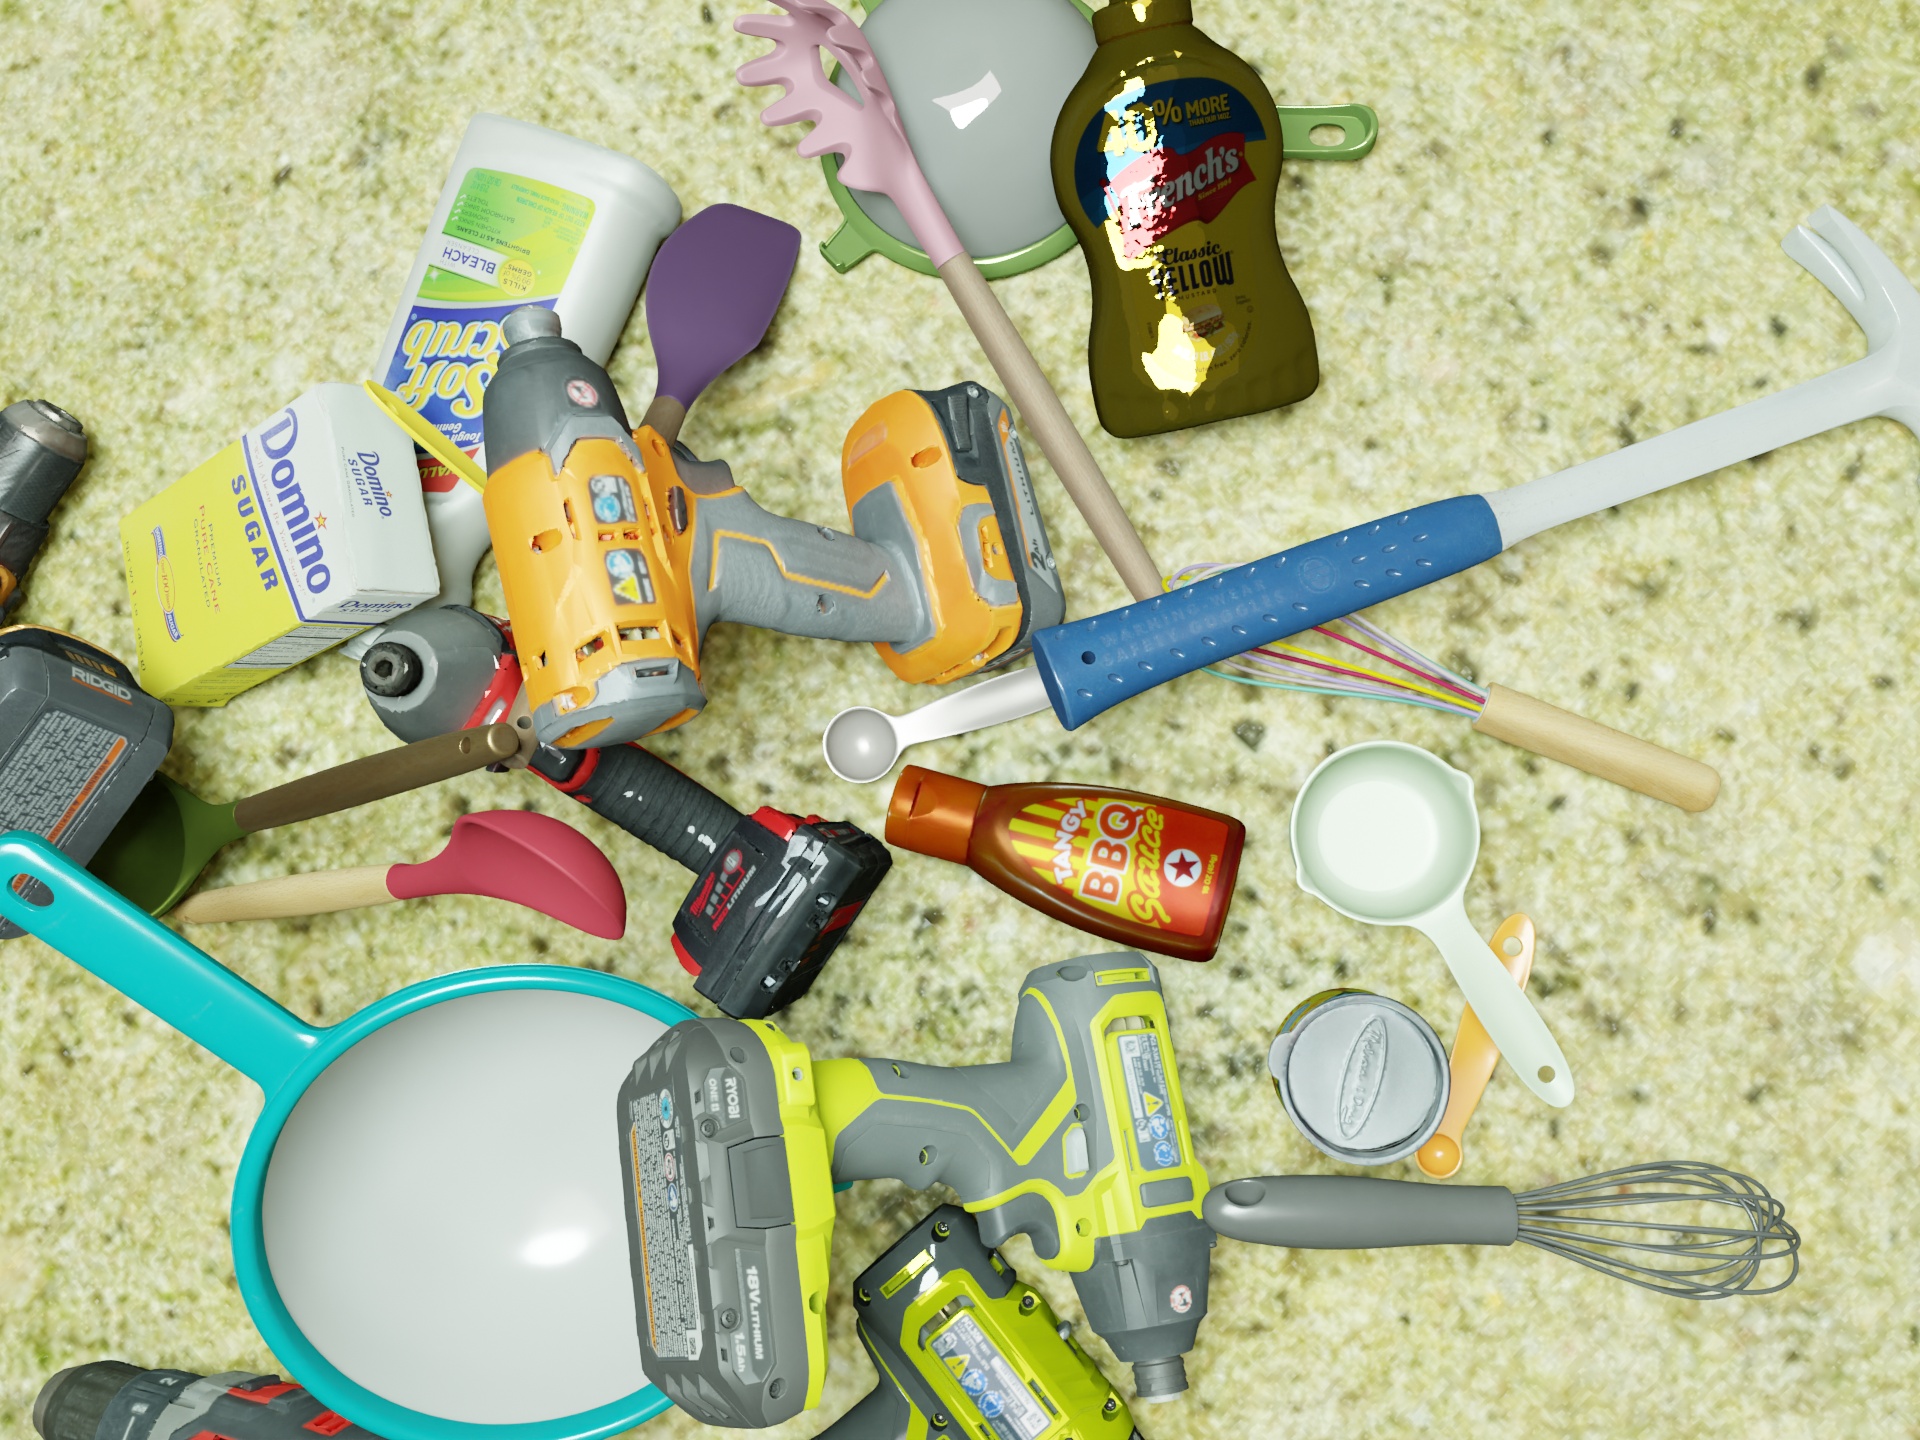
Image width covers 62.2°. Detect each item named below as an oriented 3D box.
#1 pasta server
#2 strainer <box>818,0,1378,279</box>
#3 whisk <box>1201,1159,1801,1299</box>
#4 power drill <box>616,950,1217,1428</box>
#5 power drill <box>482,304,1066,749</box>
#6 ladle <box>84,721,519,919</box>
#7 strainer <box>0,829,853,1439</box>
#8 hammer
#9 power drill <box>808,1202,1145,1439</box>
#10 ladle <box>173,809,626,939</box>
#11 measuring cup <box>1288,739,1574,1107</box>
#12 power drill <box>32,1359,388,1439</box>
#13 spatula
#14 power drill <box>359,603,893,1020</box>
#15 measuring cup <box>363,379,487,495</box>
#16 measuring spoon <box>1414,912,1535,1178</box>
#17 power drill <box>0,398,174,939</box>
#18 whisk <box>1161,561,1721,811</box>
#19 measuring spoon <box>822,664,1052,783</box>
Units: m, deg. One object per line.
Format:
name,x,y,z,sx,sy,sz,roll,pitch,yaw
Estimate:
pasta server,0.006,-0.171,0.684,0.040,0.060,0.316,-35,96,-38
strainer,0.056,-0.276,0.705,0.256,0.069,0.151,5,84,9
whisk,0.212,0.197,0.621,0.239,0.055,0.055,3,84,-4
power drill,-0.005,0.181,0.597,0.223,0.080,0.171,1,70,-31
power drill,-0.077,-0.083,0.628,0.226,0.084,0.164,-9,79,-39
ladle,-0.287,0.035,0.644,0.320,0.062,0.078,-13,81,39
strainer,-0.223,0.143,0.635,0.340,0.095,0.211,41,93,-17
hammer,0.222,-0.089,0.649,0.405,0.035,0.144,-20,80,-6
power drill,-0.027,0.338,0.640,0.228,0.080,0.191,-39,79,-2
ladle,-0.241,0.069,0.646,0.315,0.069,0.031,-9,41,38
measuring cup,0.200,0.085,0.662,0.083,0.038,0.168,-33,83,2
power drill,-0.327,0.388,0.665,0.188,0.080,0.227,4,82,21
spatula,-0.132,-0.113,0.663,0.059,0.018,0.316,17,56,-5
power drill,-0.144,0.028,0.658,0.220,0.143,0.078,34,91,7
measuring cup,-0.205,-0.086,0.680,0.029,0.156,0.062,-36,46,7
measuring spoon,0.217,0.136,0.668,0.021,0.011,0.117,21,83,8
power drill,-0.426,-0.034,0.698,0.226,0.084,0.185,36,90,39
whisk,0.199,-0.012,0.671,0.245,0.047,0.051,22,85,6
measuring spoon,-0.001,-0.002,0.710,0.124,0.018,0.034,-18,84,-2
